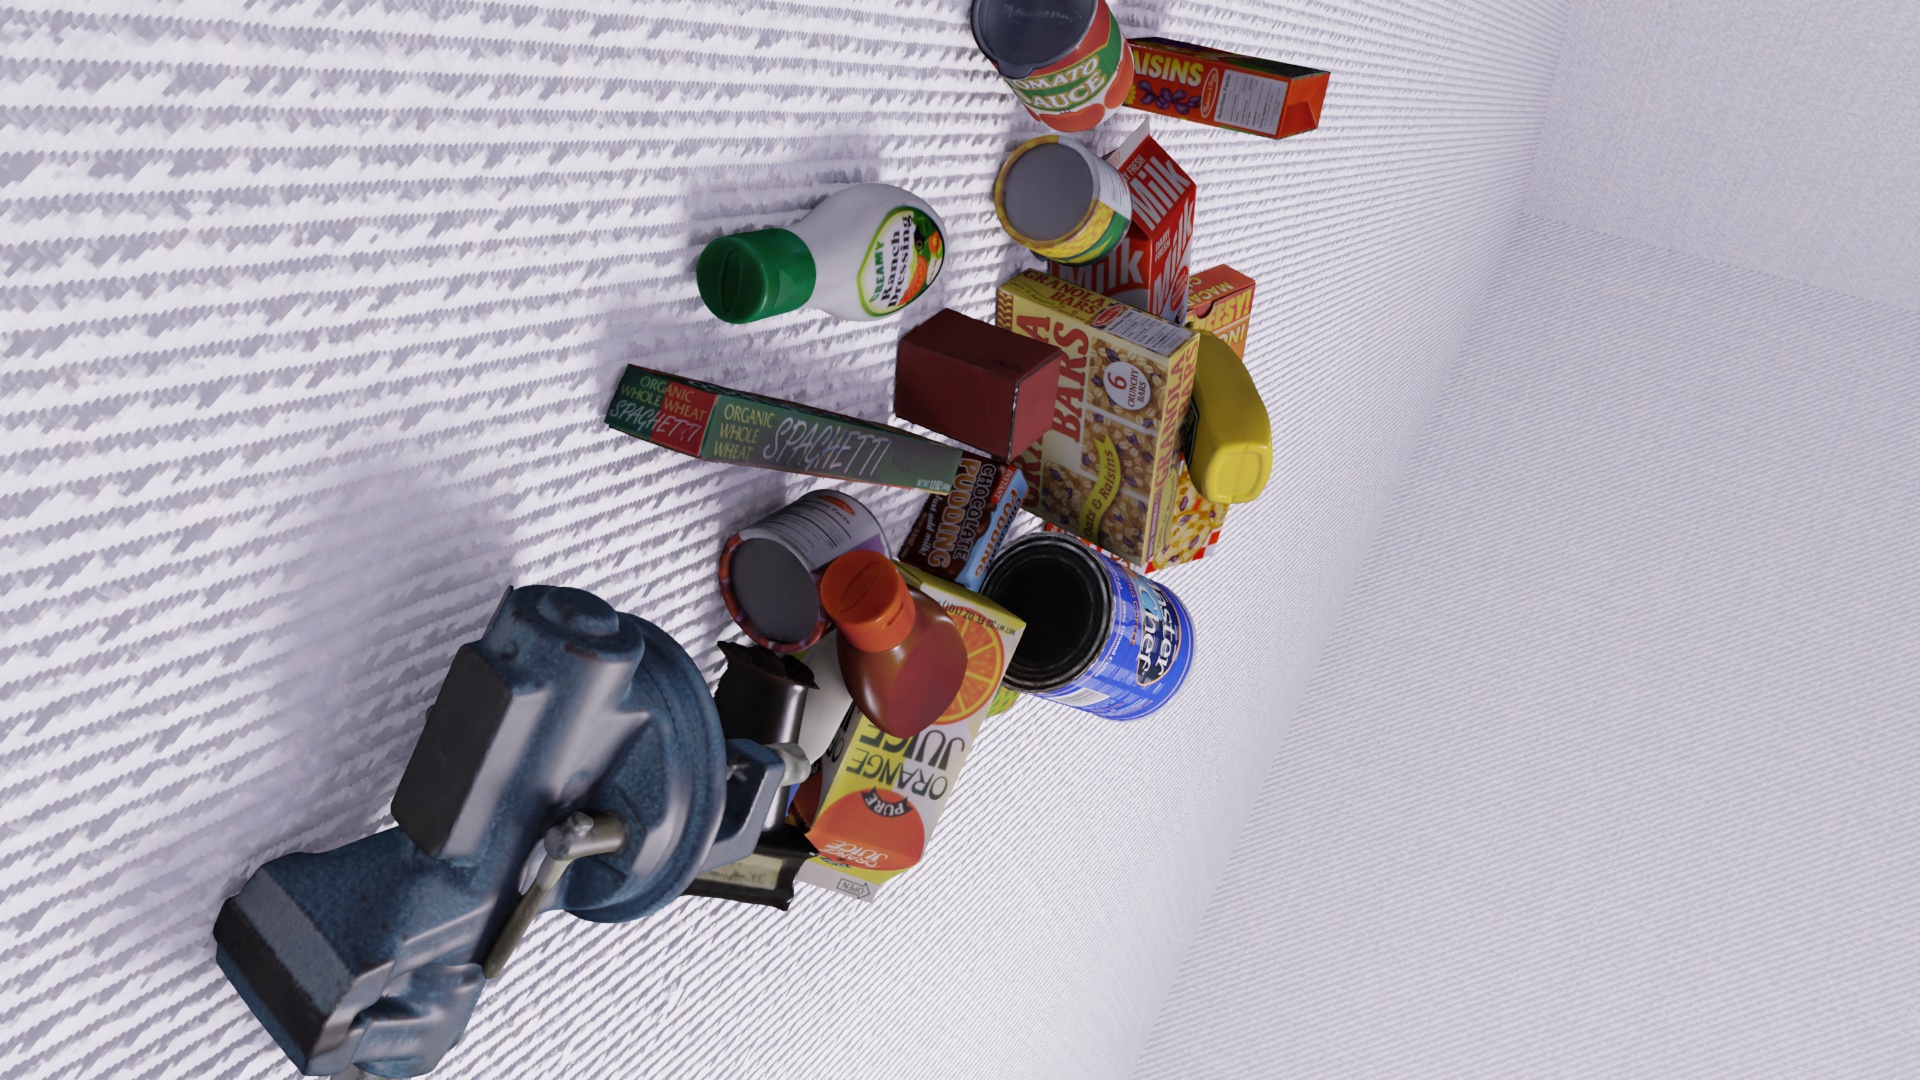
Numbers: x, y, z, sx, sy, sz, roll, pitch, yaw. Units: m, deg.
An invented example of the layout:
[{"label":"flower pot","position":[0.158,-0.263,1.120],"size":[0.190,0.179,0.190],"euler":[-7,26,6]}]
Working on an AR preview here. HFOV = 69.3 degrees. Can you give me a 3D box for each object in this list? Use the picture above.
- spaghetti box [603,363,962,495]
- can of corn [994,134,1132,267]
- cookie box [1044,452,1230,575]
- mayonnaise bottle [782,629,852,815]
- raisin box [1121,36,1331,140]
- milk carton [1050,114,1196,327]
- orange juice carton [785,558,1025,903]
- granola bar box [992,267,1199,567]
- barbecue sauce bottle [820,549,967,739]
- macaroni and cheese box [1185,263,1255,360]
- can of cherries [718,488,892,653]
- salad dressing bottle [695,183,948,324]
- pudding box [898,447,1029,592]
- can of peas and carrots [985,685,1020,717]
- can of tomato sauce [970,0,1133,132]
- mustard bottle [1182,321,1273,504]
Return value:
[{"label":"spaghetti box","position":[-0.071,-0.048,0.663],"size":[0.250,0.050,0.028],"euler":[4,104,-67]},{"label":"can of corn","position":[0.058,-0.195,0.808],"size":[0.058,0.071,0.071],"euler":[0,110,-66]},{"label":"cookie box","position":[0.145,-0.031,1.094],"size":[0.168,0.040,0.122],"euler":[-13,130,-35]},{"label":"mayonnaise bottle","position":[-0.081,0.081,0.750],"size":[0.148,0.041,0.065],"euler":[-63,-160,-7]},{"label":"raisin box","position":[0.160,-0.287,0.878],"size":[0.086,0.123,0.040],"euler":[-34,140,-54]},{"label":"milk carton","position":[0.106,-0.180,0.918],"size":[0.073,0.073,0.189],"euler":[-53,153,-36]},{"label":"orange juice carton","position":[-0.043,0.114,0.800],"size":[0.072,0.073,0.192],"euler":[23,93,-25]},{"label":"granola bar box","position":[0.081,-0.077,0.883],"size":[0.039,0.124,0.164],"euler":[-41,146,-37]},{"label":"barbecue sauce bottle","position":[-0.033,0.049,0.674],"size":[0.065,0.044,0.148],"euler":[-52,159,-14]},{"label":"macaroni and cheese box","position":[0.170,-0.124,1.106],"size":[0.124,0.040,0.165],"euler":[-25,137,-29]},{"label":"can of cherries","position":[-0.077,0.017,0.687],"size":[0.059,0.071,0.071],"euler":[-36,141,-53]},{"label":"salad dressing bottle","position":[-0.059,-0.126,0.627],"size":[0.148,0.044,0.064],"euler":[-30,138,-56]},{"label":"pudding box","position":[0.003,-0.011,0.867],"size":[0.084,0.050,0.030],"euler":[-62,156,-14]},{"label":"can of peas and carrots","position":[0.005,0.090,0.941],"size":[0.071,0.071,0.059],"euler":[-69,158,2]},{"label":"can of tomato sauce","position":[0.050,-0.258,0.727],"size":[0.071,0.071,0.083],"euler":[-69,158,1]},{"label":"mustard bottle","position":[0.161,-0.093,0.902],"size":[0.161,0.049,0.065],"euler":[-98,-171,-47]}]
